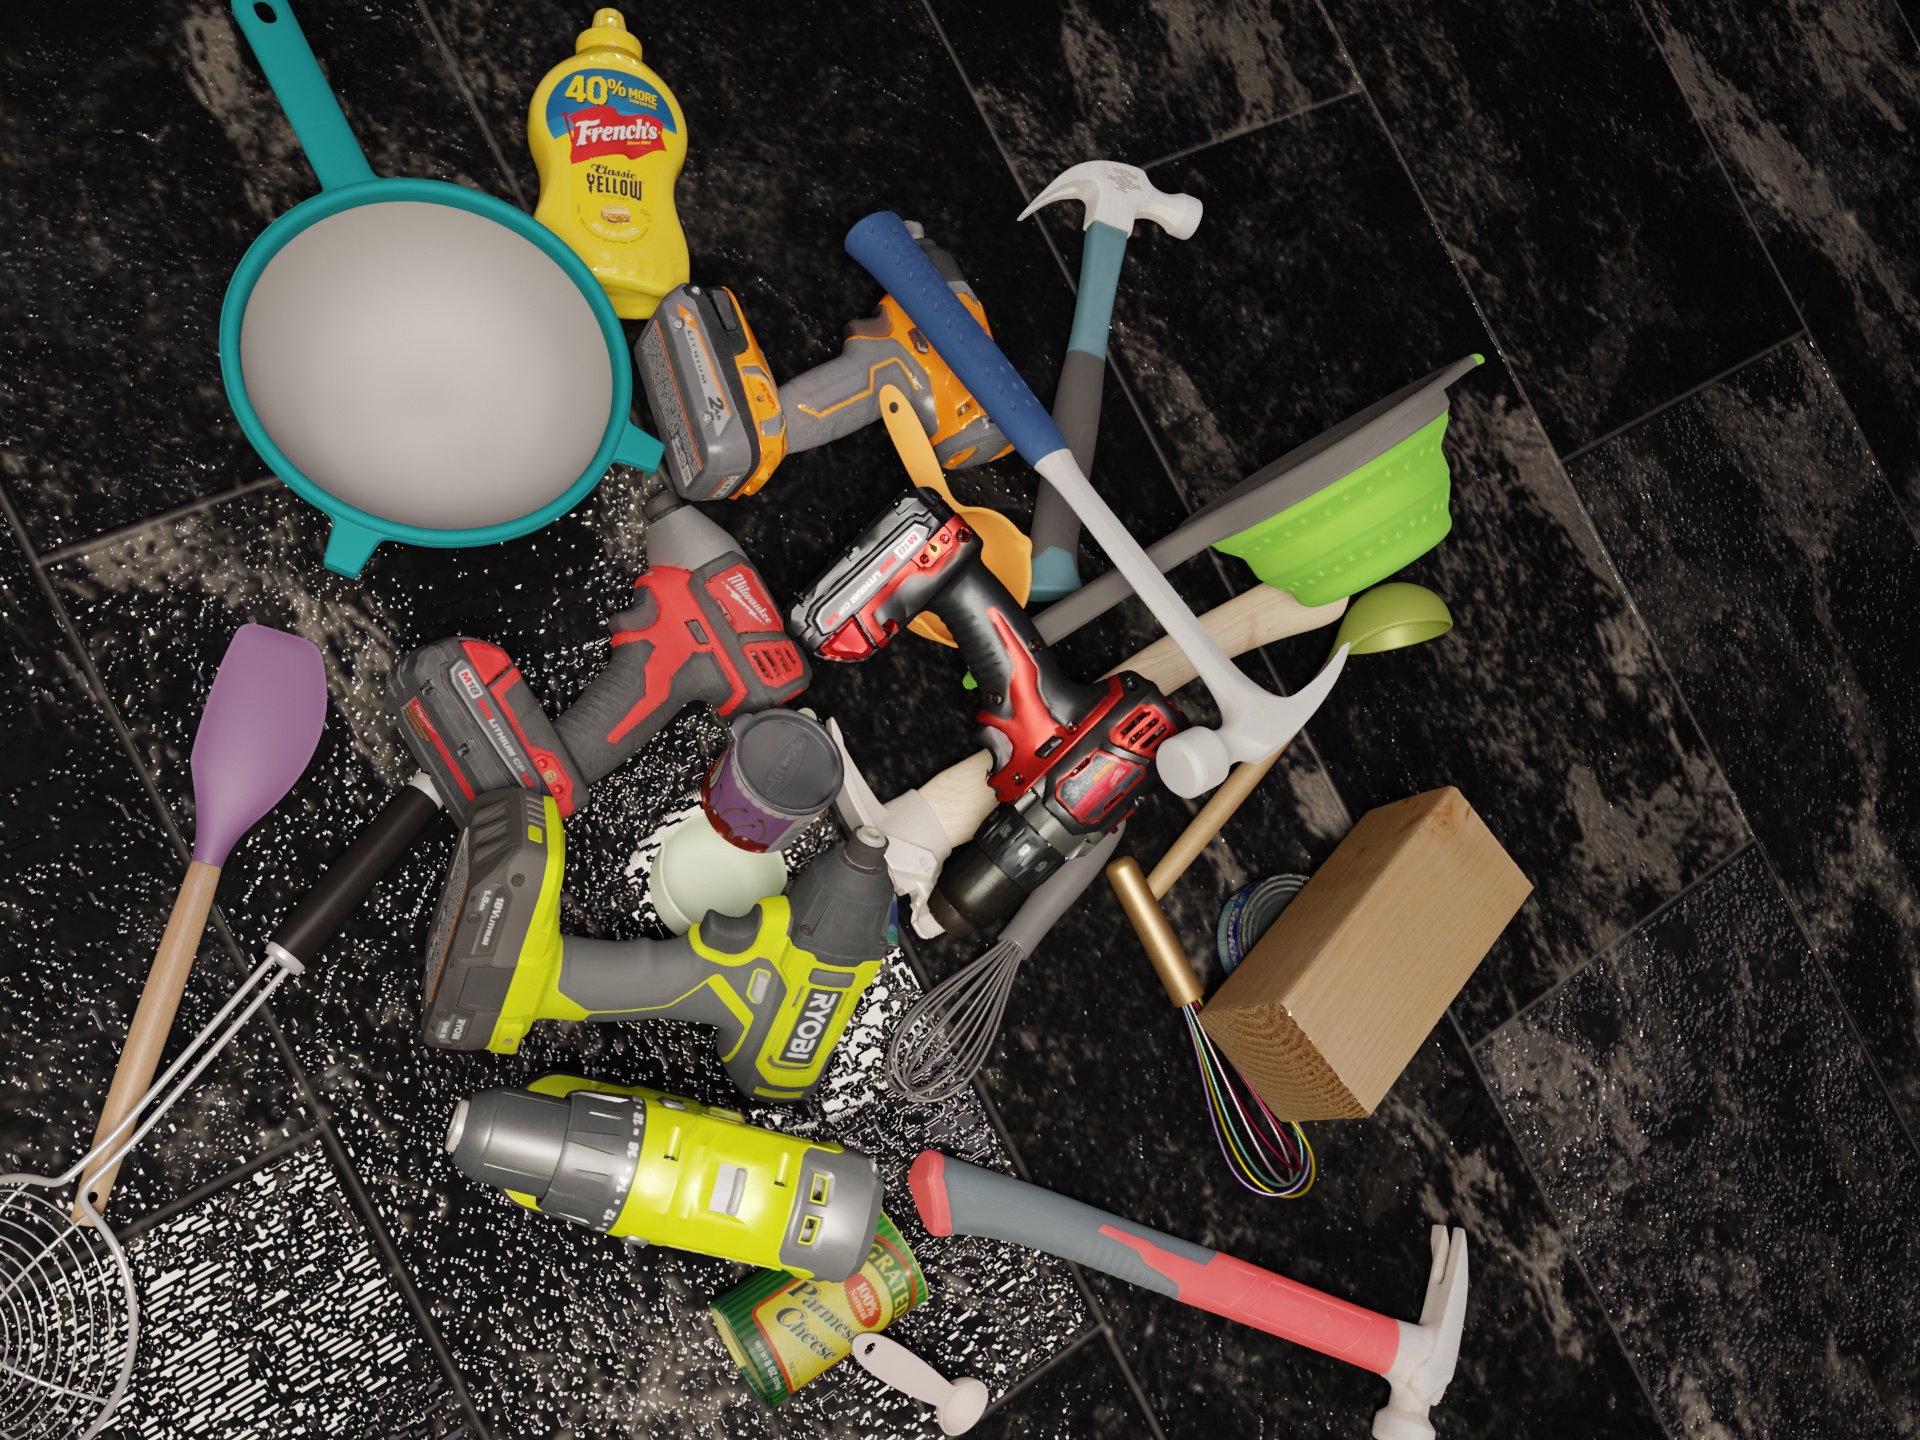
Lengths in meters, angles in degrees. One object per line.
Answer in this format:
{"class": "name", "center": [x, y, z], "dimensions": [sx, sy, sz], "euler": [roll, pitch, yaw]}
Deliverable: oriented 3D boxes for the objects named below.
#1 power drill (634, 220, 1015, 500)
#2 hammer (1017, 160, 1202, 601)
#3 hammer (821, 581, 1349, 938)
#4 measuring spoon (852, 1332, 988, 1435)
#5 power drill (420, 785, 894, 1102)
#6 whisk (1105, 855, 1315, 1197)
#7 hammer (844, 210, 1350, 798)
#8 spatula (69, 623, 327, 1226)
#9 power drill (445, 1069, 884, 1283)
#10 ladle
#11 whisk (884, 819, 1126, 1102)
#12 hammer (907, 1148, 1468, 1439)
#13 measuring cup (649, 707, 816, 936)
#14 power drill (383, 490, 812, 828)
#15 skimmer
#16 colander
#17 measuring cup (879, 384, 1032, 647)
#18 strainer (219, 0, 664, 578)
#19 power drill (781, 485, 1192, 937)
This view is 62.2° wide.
{"class": "power drill", "center": [-0.081, -0.229, 0.995], "dimensions": [0.226, 0.084, 0.164], "euler": [-15, 84, -28]}
{"class": "hammer", "center": [0.085, -0.235, 1.087], "dimensions": [0.128, 0.033, 0.331], "euler": [16, 73, -19]}
{"class": "hammer", "center": [0.101, -0.024, 1.047], "dimensions": [0.410, 0.038, 0.146], "euler": [-31, 90, -25]}
{"class": "measuring spoon", "center": [-0.026, 0.368, 0.896], "dimensions": [0.034, 0.018, 0.124], "euler": [-52, 128, -13]}
{"class": "power drill", "center": [-0.151, 0.112, 0.826], "dimensions": [0.223, 0.080, 0.171], "euler": [12, 118, -25]}
{"class": "whisk", "center": [0.160, 0.195, 1.013], "dimensions": [0.051, 0.047, 0.245], "euler": [-29, 92, -26]}
{"class": "hammer", "center": [0.064, -0.144, 0.920], "dimensions": [0.144, 0.035, 0.406], "euler": [-25, 70, -32]}
{"class": "spatula", "center": [-0.398, 0.100, 0.828], "dimensions": [0.059, 0.018, 0.316], "euler": [20, 71, -23]}
{"class": "power drill", "center": [-0.161, 0.218, 0.782], "dimensions": [0.190, 0.228, 0.080], "euler": [19, 72, -17]}
{"class": "ladle", "center": [0.223, 0.022, 1.077], "dimensions": [0.062, 0.078, 0.320], "euler": [42, 73, 1]}
{"class": "whisk", "center": [0.035, 0.139, 0.980], "dimensions": [0.055, 0.055, 0.239], "euler": [45, 63, -8]}
{"class": "hammer", "center": [0.149, 0.329, 0.989], "dimensions": [0.386, 0.038, 0.143], "euler": [25, 69, -15]}
{"class": "measuring cup", "center": [-0.127, 0.061, 0.943], "dimensions": [0.083, 0.038, 0.168], "euler": [33, 52, -11]}
{"class": "power drill", "center": [-0.199, -0.033, 0.896], "dimensions": [0.219, 0.078, 0.143], "euler": [-33, 97, -34]}
{"class": "skimmer", "center": [-0.357, 0.172, 0.778], "dimensions": [0.363, 0.090, 0.127], "euler": [-56, 138, -29]}
{"class": "colander", "center": [0.184, -0.096, 1.020], "dimensions": [0.397, 0.204, 0.094], "euler": [-32, 95, -14]}
{"class": "measuring cup", "center": [-0.022, -0.127, 0.982], "dimensions": [0.095, 0.052, 0.173], "euler": [-34, 114, -21]}
{"class": "strainer", "center": [-0.326, -0.241, 0.891], "dimensions": [0.211, 0.095, 0.340], "euler": [-26, 87, -27]}
{"class": "power drill", "center": [-0.001, -0.003, 0.919], "dimensions": [0.188, 0.080, 0.226], "euler": [-45, 96, 4]}
